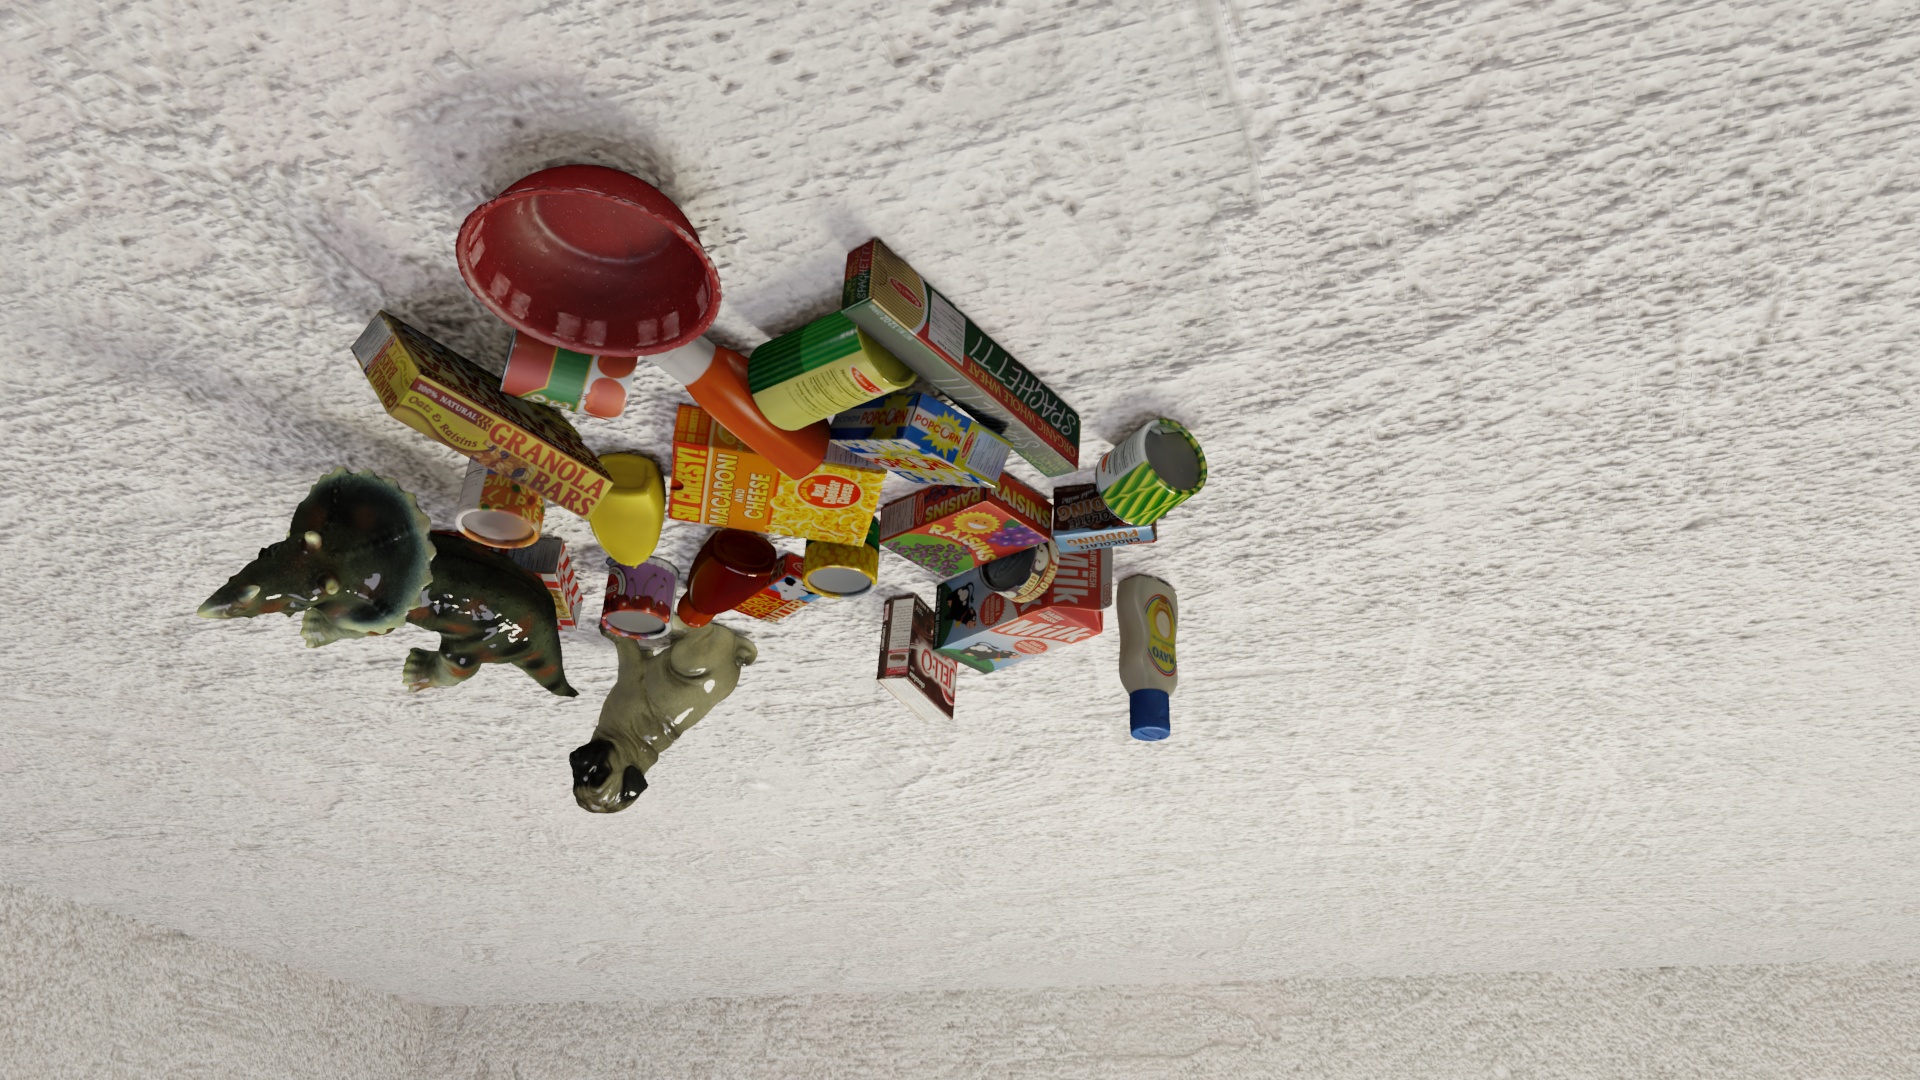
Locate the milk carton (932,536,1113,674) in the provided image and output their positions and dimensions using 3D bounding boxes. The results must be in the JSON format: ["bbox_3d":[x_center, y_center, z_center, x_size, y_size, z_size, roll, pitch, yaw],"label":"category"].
[{"bbox_3d":[0.066,0.056,1.265,0.073,0.072,0.190,28,142,-36],"label":"milk carton"}]

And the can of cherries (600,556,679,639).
[{"bbox_3d":[-0.304,0.053,1.305,0.071,0.058,0.071,2,151,1],"label":"can of cherries"}]

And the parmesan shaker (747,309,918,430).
[{"bbox_3d":[-0.090,-0.124,0.960,0.103,0.071,0.071,-17,145,32],"label":"parmesan shaker"}]

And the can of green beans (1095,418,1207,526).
[{"bbox_3d":[0.147,-0.052,1.069,0.071,0.071,0.057,18,147,-26],"label":"can of green beans"}]

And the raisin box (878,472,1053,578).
[{"bbox_3d":[0.004,-0.015,1.177,0.123,0.040,0.086,-21,143,38],"label":"raisin box"}]

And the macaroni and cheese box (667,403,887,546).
[{"bbox_3d":[-0.150,-0.050,1.125,0.167,0.040,0.123,8,150,-10],"label":"macaroni and cheese box"}]

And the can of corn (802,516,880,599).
[{"bbox_3d":[-0.105,0.011,1.212,0.071,0.058,0.071,2,151,1],"label":"can of corn"}]

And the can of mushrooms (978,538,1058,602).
[{"bbox_3d":[0.051,0.020,1.203,0.071,0.071,0.033,-21,144,36],"label":"can of mushrooms"}]

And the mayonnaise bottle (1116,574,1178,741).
[{"bbox_3d":[0.172,0.108,1.272,0.065,0.149,0.041,26,143,-36],"label":"mayonnaise bottle"}]

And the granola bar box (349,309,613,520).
[{"bbox_3d":[-0.340,-0.090,0.994,0.039,0.124,0.165,-52,134,4],"label":"granola bar box"}]

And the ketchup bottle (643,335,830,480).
[{"bbox_3d":[-0.161,-0.106,1.006,0.043,0.065,0.148,-34,127,26],"label":"ketchup bottle"}]

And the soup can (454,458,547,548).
[{"bbox_3d":[-0.358,-0.044,1.107,0.071,0.084,0.071,2,151,1],"label":"soup can"}]

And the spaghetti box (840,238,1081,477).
[{"bbox_3d":[0.008,-0.120,0.975,0.028,0.050,0.249,-16,146,33],"label":"spaghetti box"}]

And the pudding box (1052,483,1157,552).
[{"bbox_3d":[0.119,-0.020,1.146,0.083,0.050,0.030,-6,148,15],"label":"pudding box"}]

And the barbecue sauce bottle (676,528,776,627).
[{"bbox_3d":[-0.224,0.039,1.289,0.065,0.044,0.148,19,148,-21],"label":"barbecue sauce bottle"}]

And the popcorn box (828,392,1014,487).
[{"bbox_3d":[-0.032,-0.073,1.020,0.085,0.038,0.126,27,170,-30],"label":"popcorn box"}]

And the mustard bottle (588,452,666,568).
[{"bbox_3d":[-0.285,-0.017,1.186,0.065,0.049,0.159,7,151,-8],"label":"mustard bottle"}]

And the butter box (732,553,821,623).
[{"bbox_3d":[-0.171,0.047,1.318,0.053,0.024,0.103,24,145,-34],"label":"butter box"}]

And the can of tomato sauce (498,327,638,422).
[{"bbox_3d":[-0.274,-0.122,0.974,0.083,0.071,0.071,14,149,-20],"label":"can of tomato sauce"}]

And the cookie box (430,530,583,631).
[{"bbox_3d":[-0.452,0.038,1.309,0.167,0.040,0.122,5,151,-3],"label":"cookie box"}]
